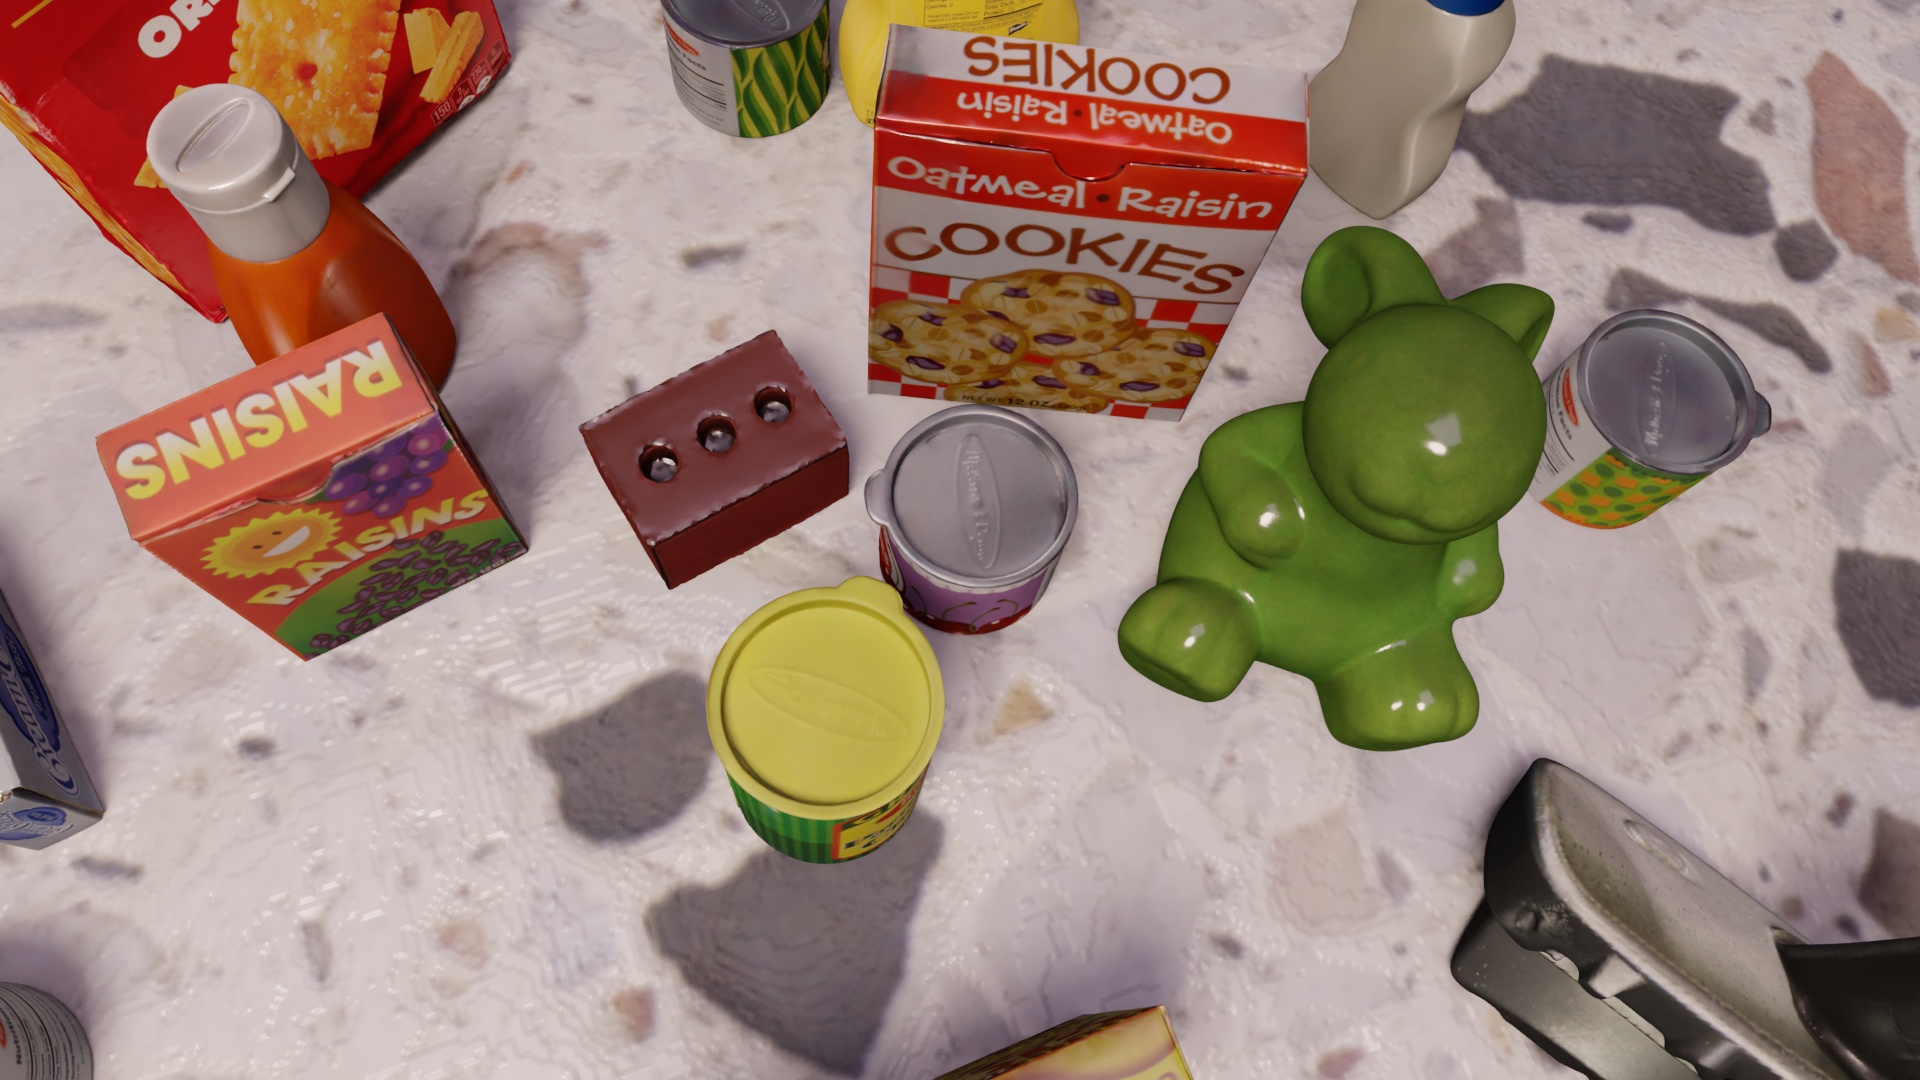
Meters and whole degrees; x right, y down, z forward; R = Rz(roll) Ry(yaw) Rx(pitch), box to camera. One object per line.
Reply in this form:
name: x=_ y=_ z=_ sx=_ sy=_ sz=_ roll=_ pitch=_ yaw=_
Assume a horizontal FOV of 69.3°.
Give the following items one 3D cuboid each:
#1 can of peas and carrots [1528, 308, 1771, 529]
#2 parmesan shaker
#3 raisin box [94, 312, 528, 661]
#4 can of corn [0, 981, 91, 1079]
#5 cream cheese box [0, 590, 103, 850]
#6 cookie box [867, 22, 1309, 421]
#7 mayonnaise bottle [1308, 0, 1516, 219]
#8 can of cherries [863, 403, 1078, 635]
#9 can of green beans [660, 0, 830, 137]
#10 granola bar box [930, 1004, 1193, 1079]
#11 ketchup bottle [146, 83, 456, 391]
can of peas and carrots: x=0.253 y=-0.044 z=0.522 sx=0.071 sy=0.058 sz=0.071 roll=2 pitch=69 yaw=-4
parmesan shaker: x=-0.040 y=0.059 z=0.434 sx=0.071 sy=0.102 sz=0.071 roll=2 pitch=70 yaw=-4
raisin box: x=-0.195 y=-0.011 z=0.437 sx=0.086 sy=0.123 sz=0.040 roll=-27 pitch=74 yaw=-14
can of corn: x=-0.299 y=0.161 z=0.397 sx=0.071 sy=0.058 sz=0.071 roll=2 pitch=69 yaw=-4
cream cheese box: x=-0.315 y=0.047 z=0.442 sx=0.024 sy=0.053 sz=0.104 roll=-30 pitch=75 yaw=-14
cookie box: x=0.032 y=-0.095 z=0.464 sx=0.123 sy=0.166 sz=0.040 roll=5 pitch=69 yaw=-3
mayonnaise bottle: x=0.173 y=-0.185 z=0.521 sx=0.041 sy=0.147 sz=0.065 roll=-35 pitch=76 yaw=-16
can of cherries: x=0.002 y=-0.006 z=0.486 sx=0.071 sy=0.058 sz=0.072 roll=2 pitch=69 yaw=-4
can of green beans: x=-0.085 y=-0.204 z=0.555 sx=0.071 sy=0.057 sz=0.071 roll=2 pitch=69 yaw=-4
granola bar box: x=-0.023 y=0.178 z=0.379 sx=0.166 sy=0.123 sz=0.039 roll=-19 pitch=73 yaw=-12
ketchup bottle: x=-0.210 y=-0.086 z=0.450 sx=0.043 sy=0.148 sz=0.065 roll=29 pitch=70 yaw=6
